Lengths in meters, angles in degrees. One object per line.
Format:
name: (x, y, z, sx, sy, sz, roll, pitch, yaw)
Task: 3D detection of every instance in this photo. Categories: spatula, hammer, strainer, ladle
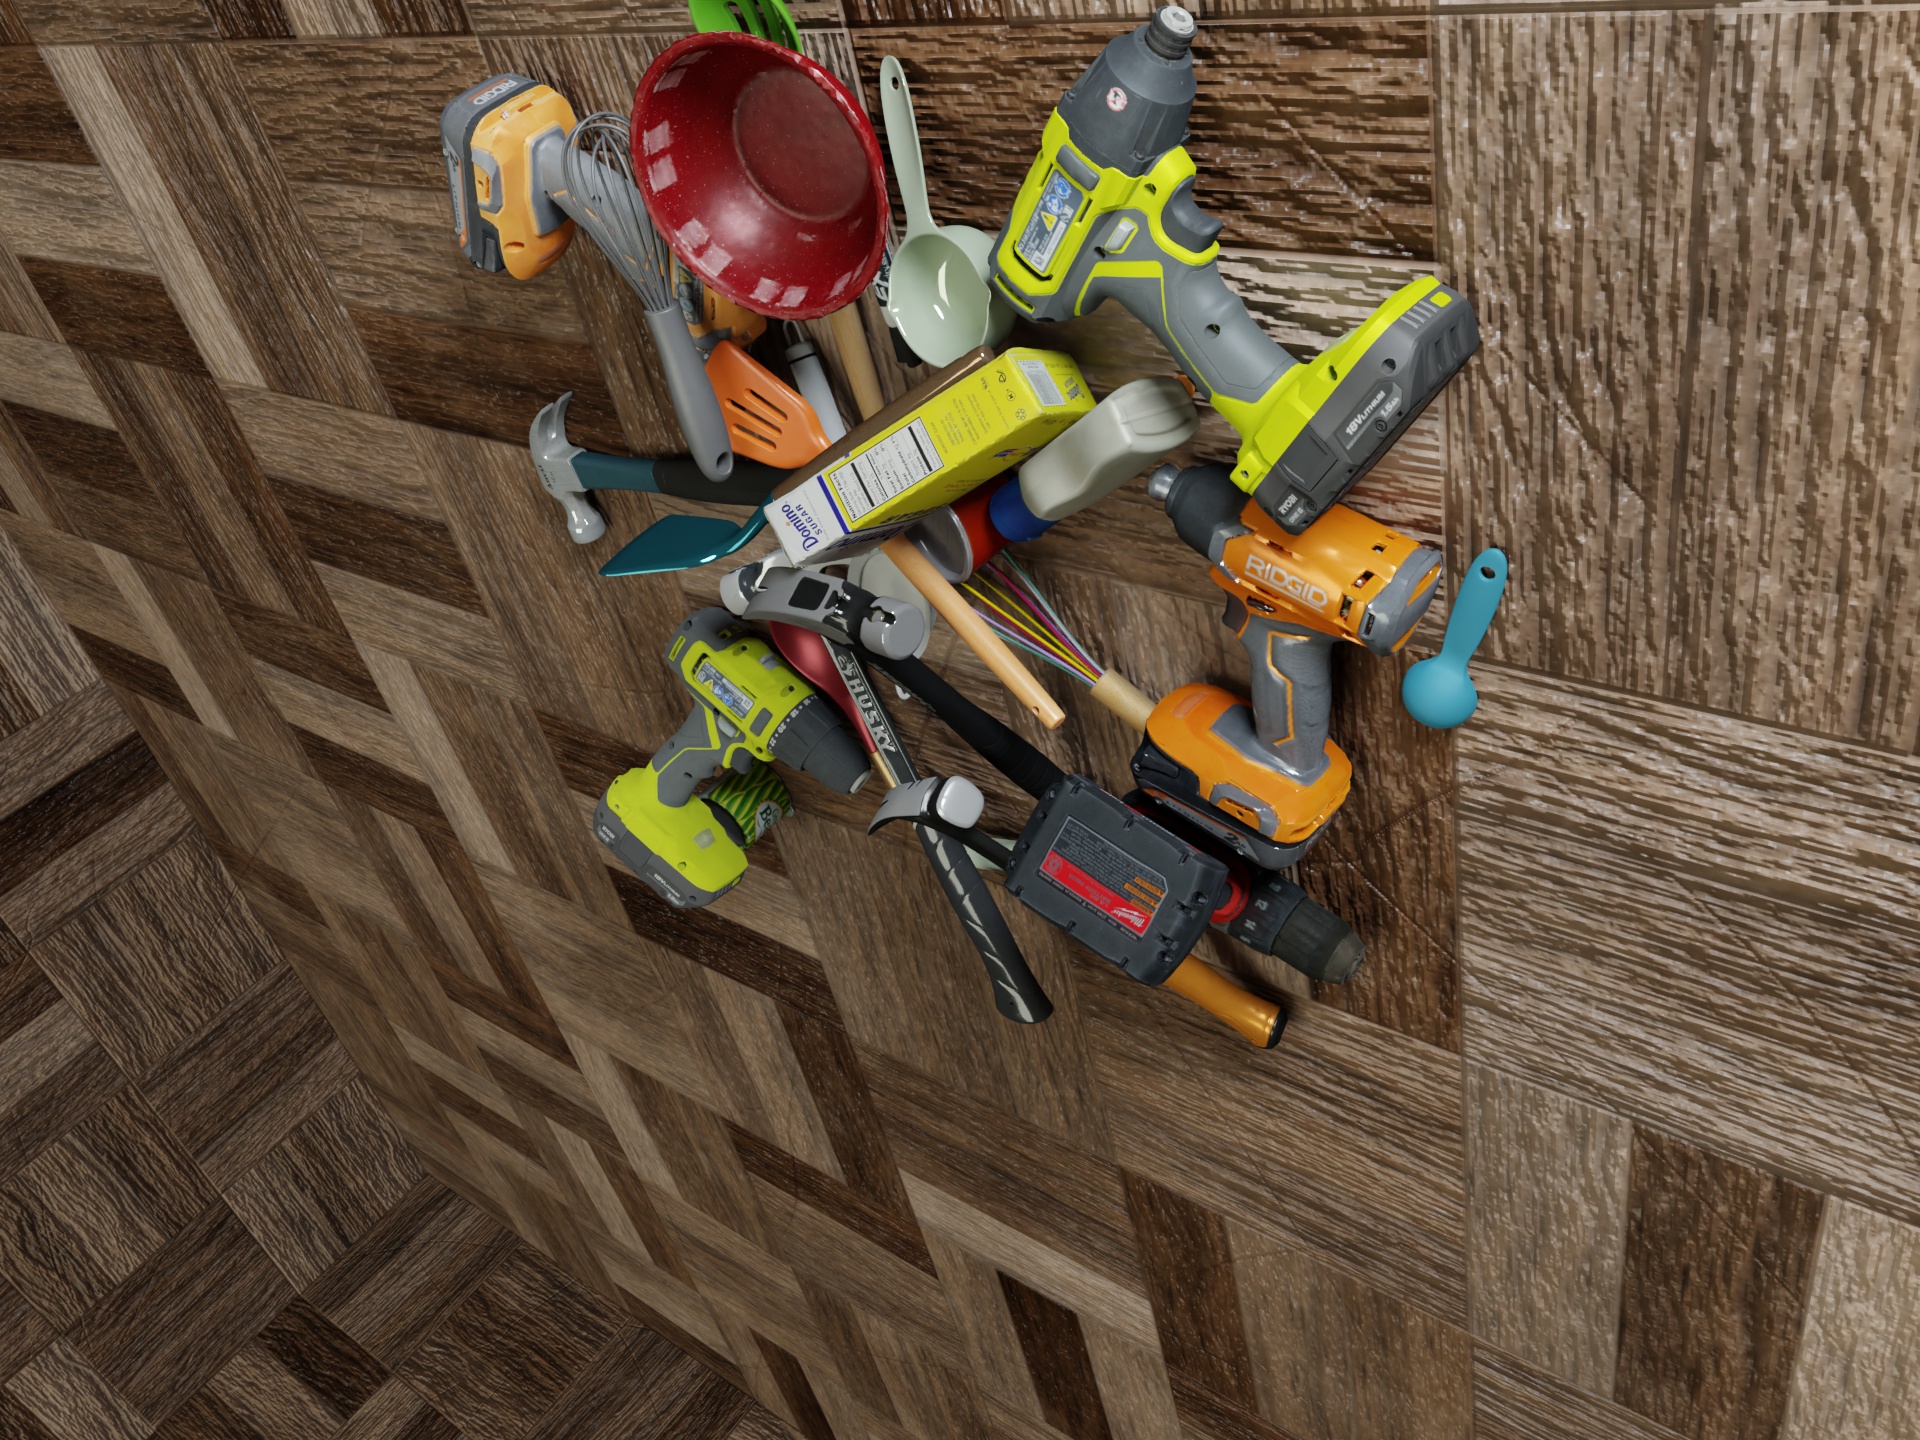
spatula: (-0.051, -0.110, 0.992, 0.323, 0.041, 0.081, 48, 137, 16)
hammer: (-0.030, 0.051, 1.180, 0.149, 0.036, 0.408, -16, 108, 39)
hammer: (0.092, 0.138, 1.102, 0.336, 0.034, 0.127, 34, 160, -19)
strainer: (-0.065, -0.142, 1.049, 0.087, 0.050, 0.258, -7, 108, 51)
hammer: (-0.002, -0.003, 1.016, 0.146, 0.035, 0.334, 19, 167, 41)
ladle: (-0.051, 0.044, 1.229, 0.069, 0.031, 0.315, -22, 102, 51)
hammer: (-0.213, -0.181, 1.195, 0.331, 0.033, 0.128, 11, 134, 40)
spatula: (-0.100, -0.153, 0.962, 0.317, 0.082, 0.044, -26, 108, 40)

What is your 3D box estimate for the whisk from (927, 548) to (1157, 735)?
whisk: (0.074, -0.041, 1.033, 0.245, 0.051, 0.047, 39, 167, 3)

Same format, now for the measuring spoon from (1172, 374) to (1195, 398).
measuring spoon: (0.100, -0.161, 0.904, 0.021, 0.011, 0.117, 52, 143, 4)

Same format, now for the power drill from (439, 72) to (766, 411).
power drill: (-0.224, -0.302, 1.043, 0.226, 0.084, 0.185, 29, 143, 15)

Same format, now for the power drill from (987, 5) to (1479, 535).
power drill: (0.127, -0.213, 0.763, 0.223, 0.080, 0.171, 44, 144, 7)

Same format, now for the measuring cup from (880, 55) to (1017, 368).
measuring cup: (-0.011, -0.282, 0.881, 0.083, 0.038, 0.167, 5, 114, 45)

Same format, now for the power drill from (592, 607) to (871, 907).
power drill: (-0.190, 0.045, 1.311, 0.190, 0.080, 0.228, 41, 120, 8)

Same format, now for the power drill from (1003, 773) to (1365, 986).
power drill: (0.145, 0.106, 0.974, 0.188, 0.226, 0.080, 33, 100, 24)

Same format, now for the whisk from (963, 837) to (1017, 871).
whisk: (0.058, 0.104, 1.195, 0.246, 0.059, 0.058, 2, 90, 51)

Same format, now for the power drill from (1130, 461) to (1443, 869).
power drill: (0.164, -0.038, 0.902, 0.164, 0.084, 0.226, 32, 140, 23)

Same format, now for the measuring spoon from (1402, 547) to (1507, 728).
measuring spoon: (0.262, -0.039, 0.842, 0.042, 0.021, 0.128, 30, 144, 21)

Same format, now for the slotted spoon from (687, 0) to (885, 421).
slotted spoon: (-0.087, -0.294, 0.950, 0.070, 0.031, 0.313, 12, 136, 35)

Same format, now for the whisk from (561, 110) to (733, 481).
whisk: (-0.182, -0.248, 0.963, 0.055, 0.055, 0.238, 16, 137, 36)
